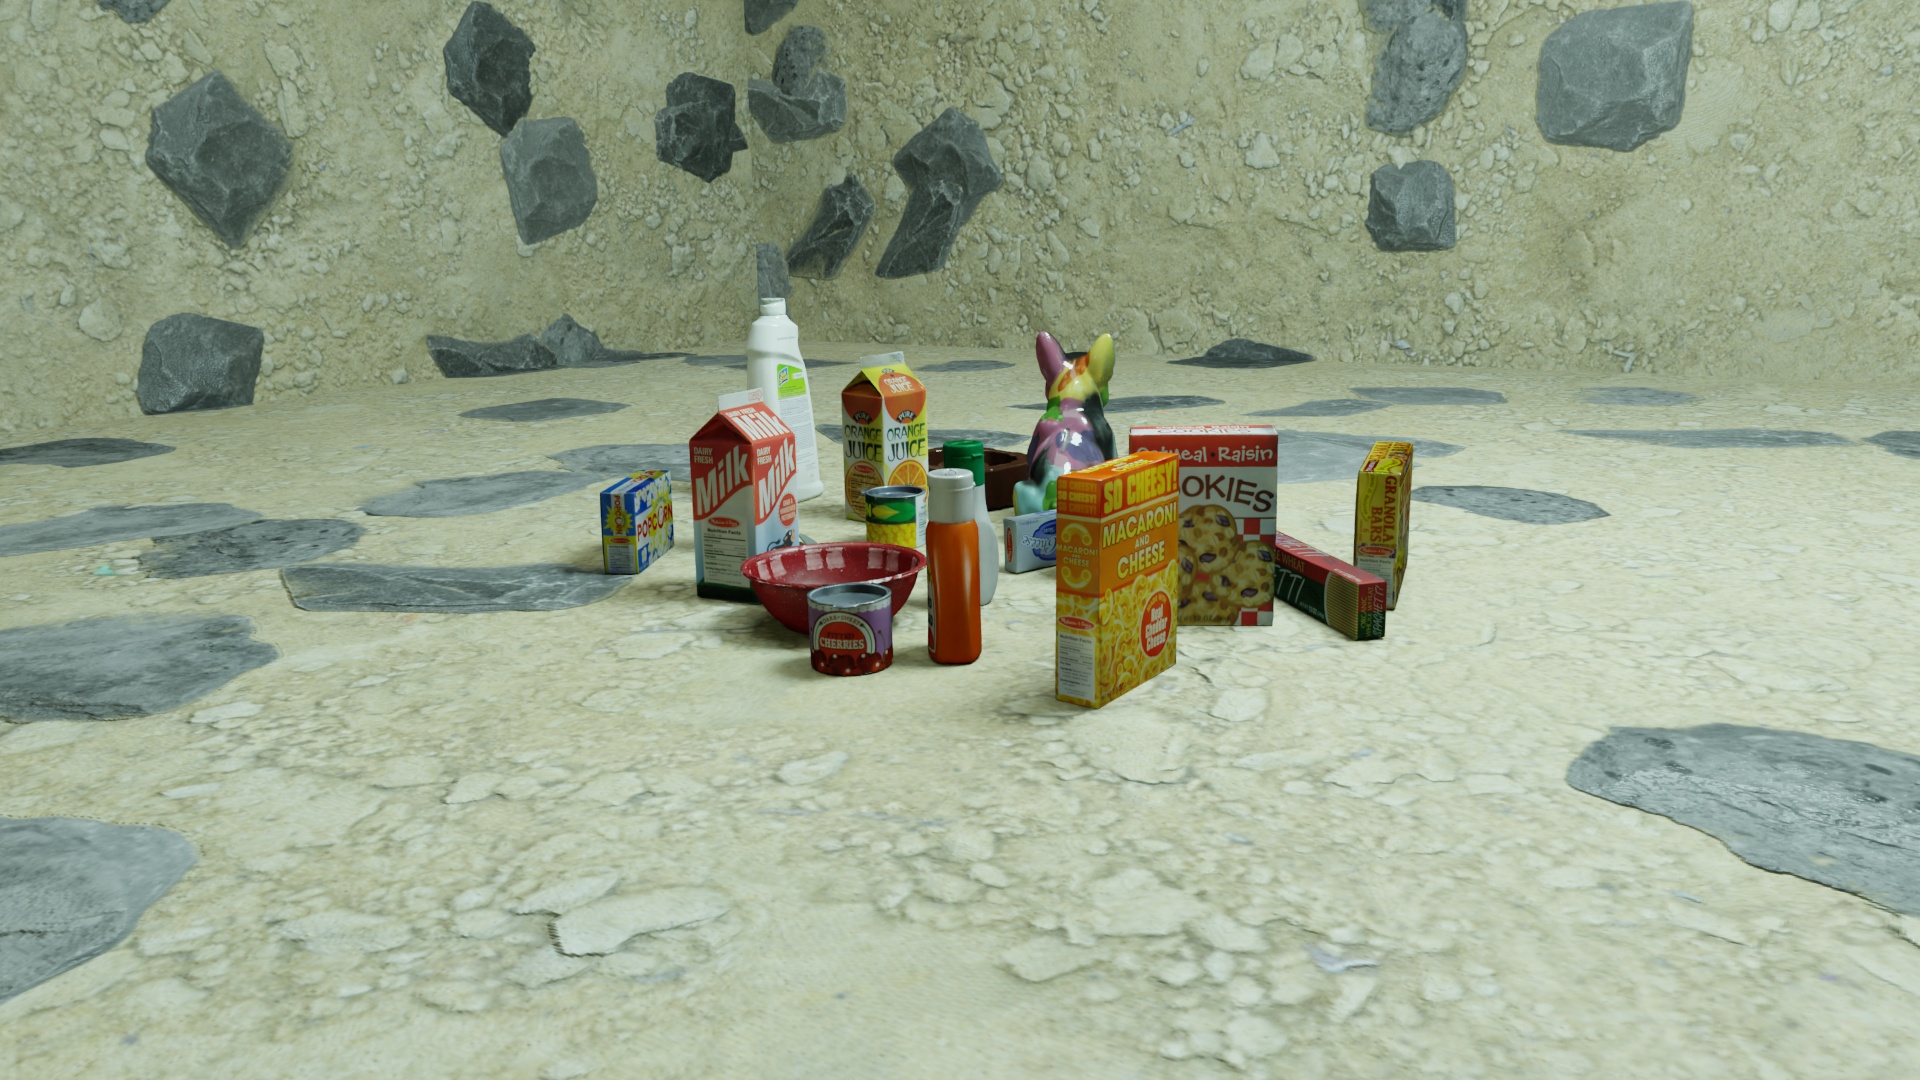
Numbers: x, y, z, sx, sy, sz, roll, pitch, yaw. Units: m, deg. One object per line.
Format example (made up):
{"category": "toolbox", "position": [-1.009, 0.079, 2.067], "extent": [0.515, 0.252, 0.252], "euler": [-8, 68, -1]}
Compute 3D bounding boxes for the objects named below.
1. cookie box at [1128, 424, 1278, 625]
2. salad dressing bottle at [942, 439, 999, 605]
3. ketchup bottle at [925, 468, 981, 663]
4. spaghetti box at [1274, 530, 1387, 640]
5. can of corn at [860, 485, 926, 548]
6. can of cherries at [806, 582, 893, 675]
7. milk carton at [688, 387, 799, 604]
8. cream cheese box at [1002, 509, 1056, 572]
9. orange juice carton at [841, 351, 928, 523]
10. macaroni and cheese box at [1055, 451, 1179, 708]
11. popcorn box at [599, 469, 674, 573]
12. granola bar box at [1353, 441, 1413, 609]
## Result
{"category": "cookie box", "position": [0.204, -0.013, 1.179], "extent": [0.123, 0.167, 0.040], "euler": [0, 13, 5]}
{"category": "salad dressing bottle", "position": [0.004, -0.016, 1.249], "extent": [0.064, 0.147, 0.044], "euler": [-12, 16, -40]}
{"category": "ketchup bottle", "position": [-0.006, 0.019, 1.099], "extent": [0.043, 0.148, 0.065], "euler": [-2, 13, -2]}
{"category": "spaghetti box", "position": [0.303, 0.031, 1.241], "extent": [0.029, 0.050, 0.250], "euler": [-4, 13, -13]}
{"category": "can of corn", "position": [-0.072, -0.025, 1.493], "extent": [0.071, 0.058, 0.071], "euler": [-1, 13, 0]}
{"category": "can of cherries", "position": [-0.087, 0.069, 1.086], "extent": [0.071, 0.058, 0.071], "euler": [-1, 13, 0]}
{"category": "milk carton", "position": [-0.200, -0.044, 1.291], "extent": [0.073, 0.190, 0.072], "euler": [5, 14, 26]}
{"category": "cream cheese box", "position": [0.088, -0.002, 1.391], "extent": [0.104, 0.053, 0.024], "euler": [-11, 16, -36]}
{"category": "orange juice carton", "position": [-0.088, -0.119, 1.604], "extent": [0.073, 0.192, 0.072], "euler": [10, 17, 42]}
{"category": "macaroni and cheese box", "position": [0.116, 0.025, 1.024], "extent": [0.040, 0.166, 0.124], "euler": [8, 15, 34]}
{"category": "popcorn box", "position": [-0.333, -0.021, 1.436], "extent": [0.038, 0.085, 0.127], "euler": [0, 13, 5]}
{"category": "granola bar box", "position": [0.389, -0.018, 1.279], "extent": [0.039, 0.124, 0.166], "euler": [4, 14, 21]}
